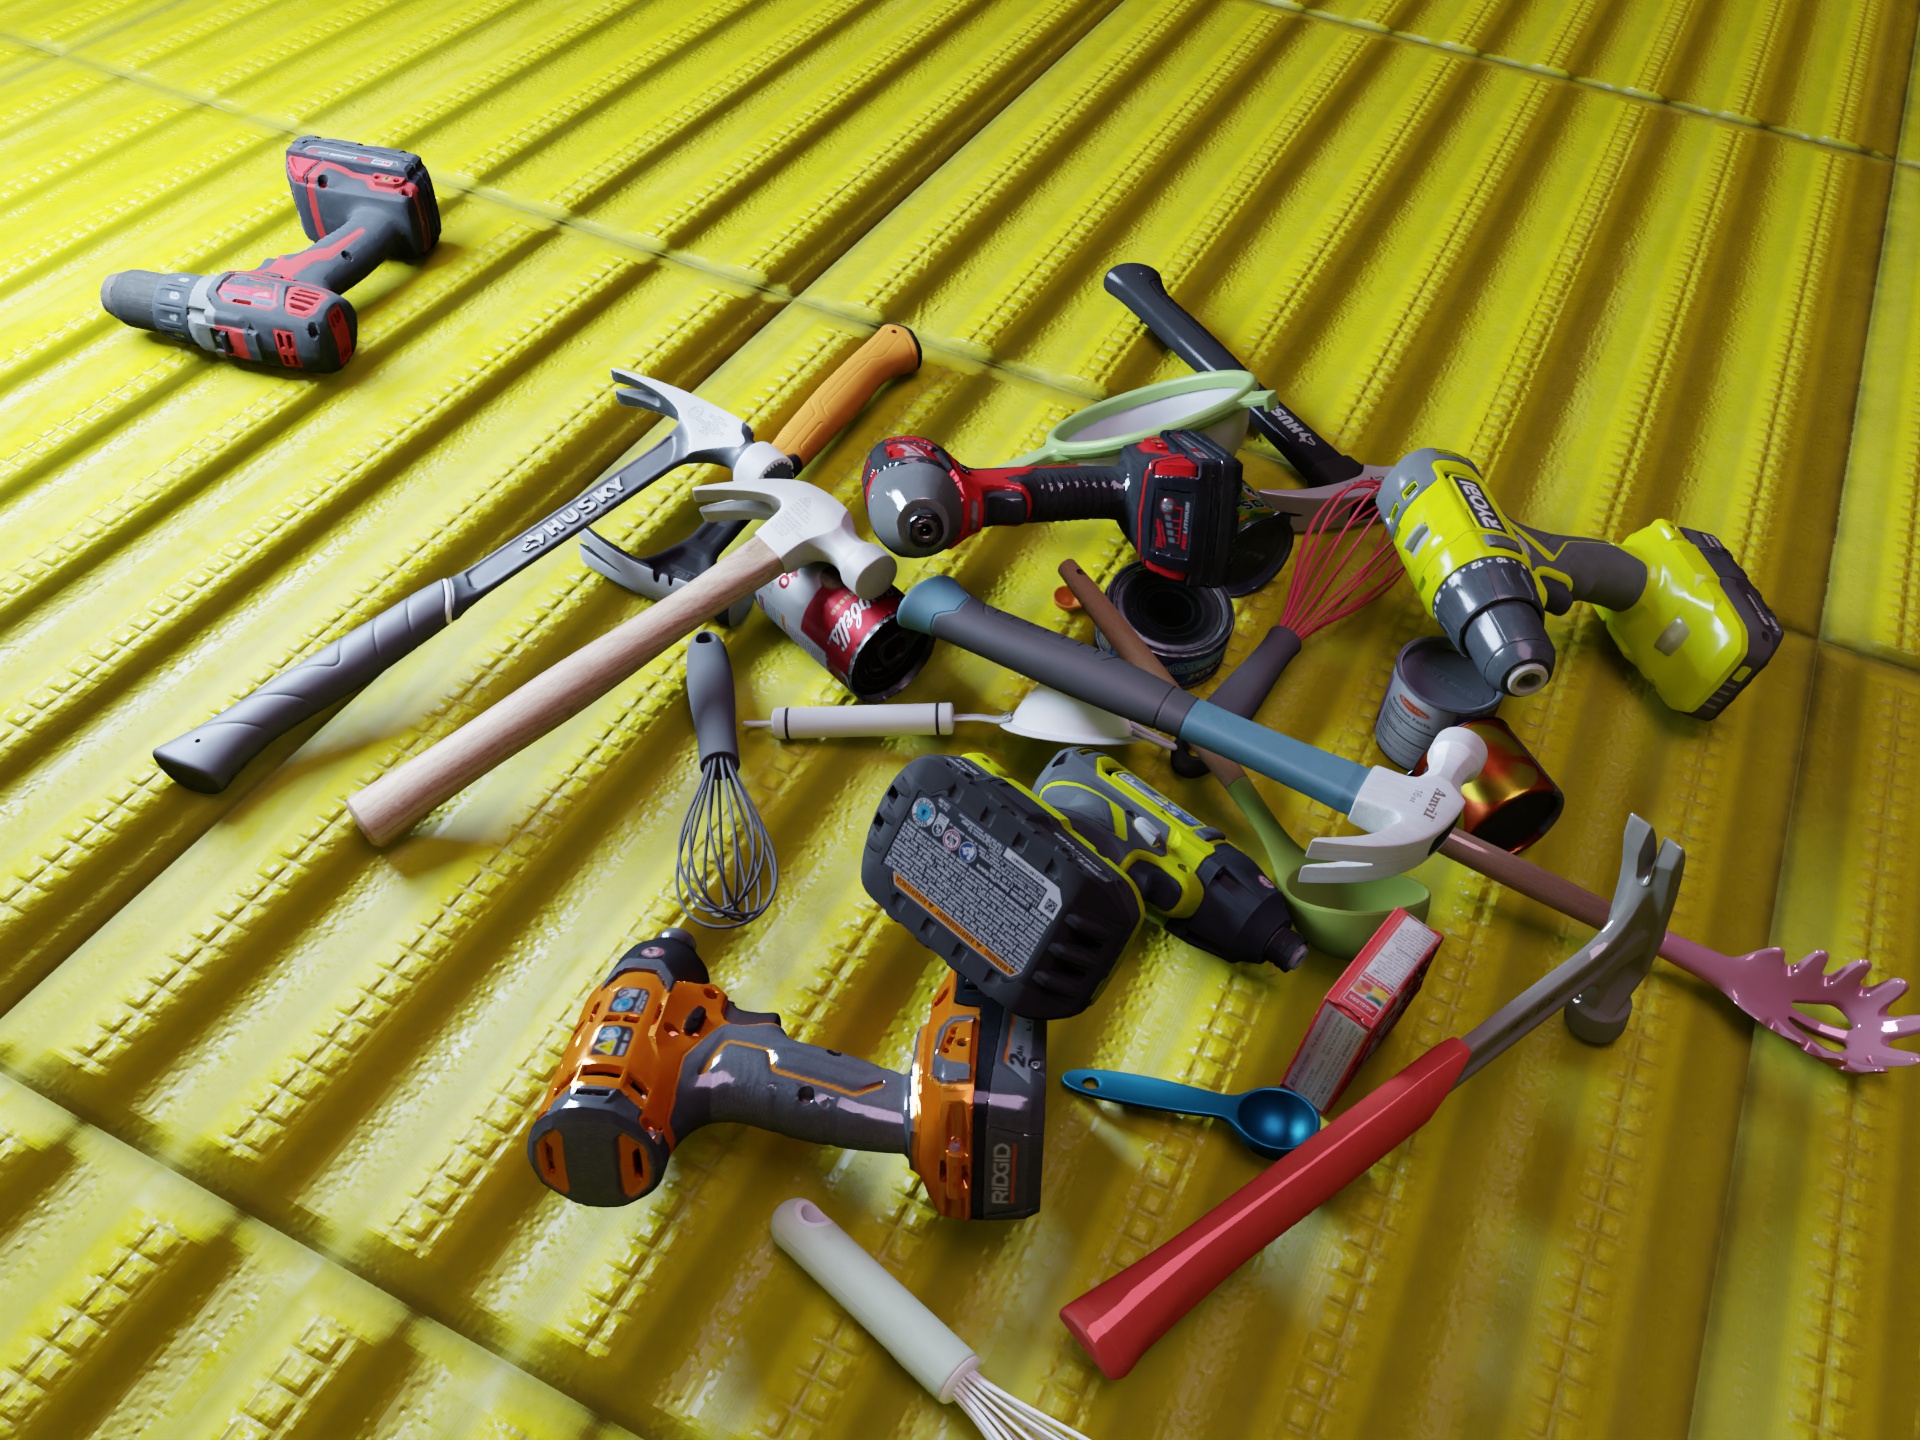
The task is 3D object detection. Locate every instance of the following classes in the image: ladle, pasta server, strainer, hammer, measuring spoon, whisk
[{"bbox_3d":[0.150,0.009,0.916,0.078,0.062,0.320,-10,53,-37],"label":"ladle"},{"bbox_3d":[0.354,0.104,0.857,0.316,0.040,0.060,26,65,9],"label":"pasta server"},{"bbox_3d":[0.091,-0.168,1.099,0.256,0.069,0.152,-22,20,-4],"label":"strainer"},{"bbox_3d":[-0.001,-0.003,0.943,0.258,0.050,0.087,-2,11,3],"label":"strainer"},{"bbox_3d":[-0.126,-0.192,1.126,0.127,0.034,0.337,23,49,15],"label":"hammer"},{"bbox_3d":[0.206,-0.256,1.214,0.146,0.035,0.335,-18,50,-22],"label":"hammer"},{"bbox_3d":[0.113,0.196,0.791,0.128,0.021,0.042,8,31,15],"label":"measuring spoon"},{"bbox_3d":[0.118,-0.069,1.047,0.117,0.011,0.021,11,54,1],"label":"measuring spoon"},{"bbox_3d":[-0.141,0.026,0.909,0.055,0.055,0.239,-5,42,-9],"label":"whisk"},{"bbox_3d":[-0.204,-0.037,0.922,0.331,0.031,0.130,-36,57,-17],"label":"hammer"},{"bbox_3d":[0.198,0.180,0.740,0.359,0.149,0.037,-29,47,-21],"label":"hammer"},{"bbox_3d":[0.005,0.286,0.676,0.246,0.059,0.057,34,16,29],"label":"whisk"},{"bbox_3d":[-0.301,-0.088,0.976,0.149,0.036,0.409,39,62,24],"label":"hammer"},{"bbox_3d":[0.115,-0.007,0.886,0.331,0.033,0.128,24,48,19],"label":"hammer"},{"bbox_3d":[0.217,-0.064,1.020,0.073,0.073,0.296,29,58,21],"label":"whisk"}]

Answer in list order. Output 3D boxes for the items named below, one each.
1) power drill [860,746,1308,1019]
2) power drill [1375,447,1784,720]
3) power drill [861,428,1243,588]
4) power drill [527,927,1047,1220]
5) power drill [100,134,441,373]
[{"bbox_3d":[0.070,0.077,0.793,0.171,0.080,0.223,36,18,28],"label":"power drill"},{"bbox_3d":[0.379,-0.072,0.975,0.228,0.080,0.191,11,41,-19],"label":"power drill"},{"bbox_3d":[0.052,-0.132,0.968,0.219,0.078,0.143,1,21,-7],"label":"power drill"},{"bbox_3d":[-0.073,0.158,0.758,0.226,0.084,0.164,2,29,3],"label":"power drill"},{"bbox_3d":[-0.523,-0.357,1.223,0.188,0.080,0.227,11,49,6],"label":"power drill"}]
